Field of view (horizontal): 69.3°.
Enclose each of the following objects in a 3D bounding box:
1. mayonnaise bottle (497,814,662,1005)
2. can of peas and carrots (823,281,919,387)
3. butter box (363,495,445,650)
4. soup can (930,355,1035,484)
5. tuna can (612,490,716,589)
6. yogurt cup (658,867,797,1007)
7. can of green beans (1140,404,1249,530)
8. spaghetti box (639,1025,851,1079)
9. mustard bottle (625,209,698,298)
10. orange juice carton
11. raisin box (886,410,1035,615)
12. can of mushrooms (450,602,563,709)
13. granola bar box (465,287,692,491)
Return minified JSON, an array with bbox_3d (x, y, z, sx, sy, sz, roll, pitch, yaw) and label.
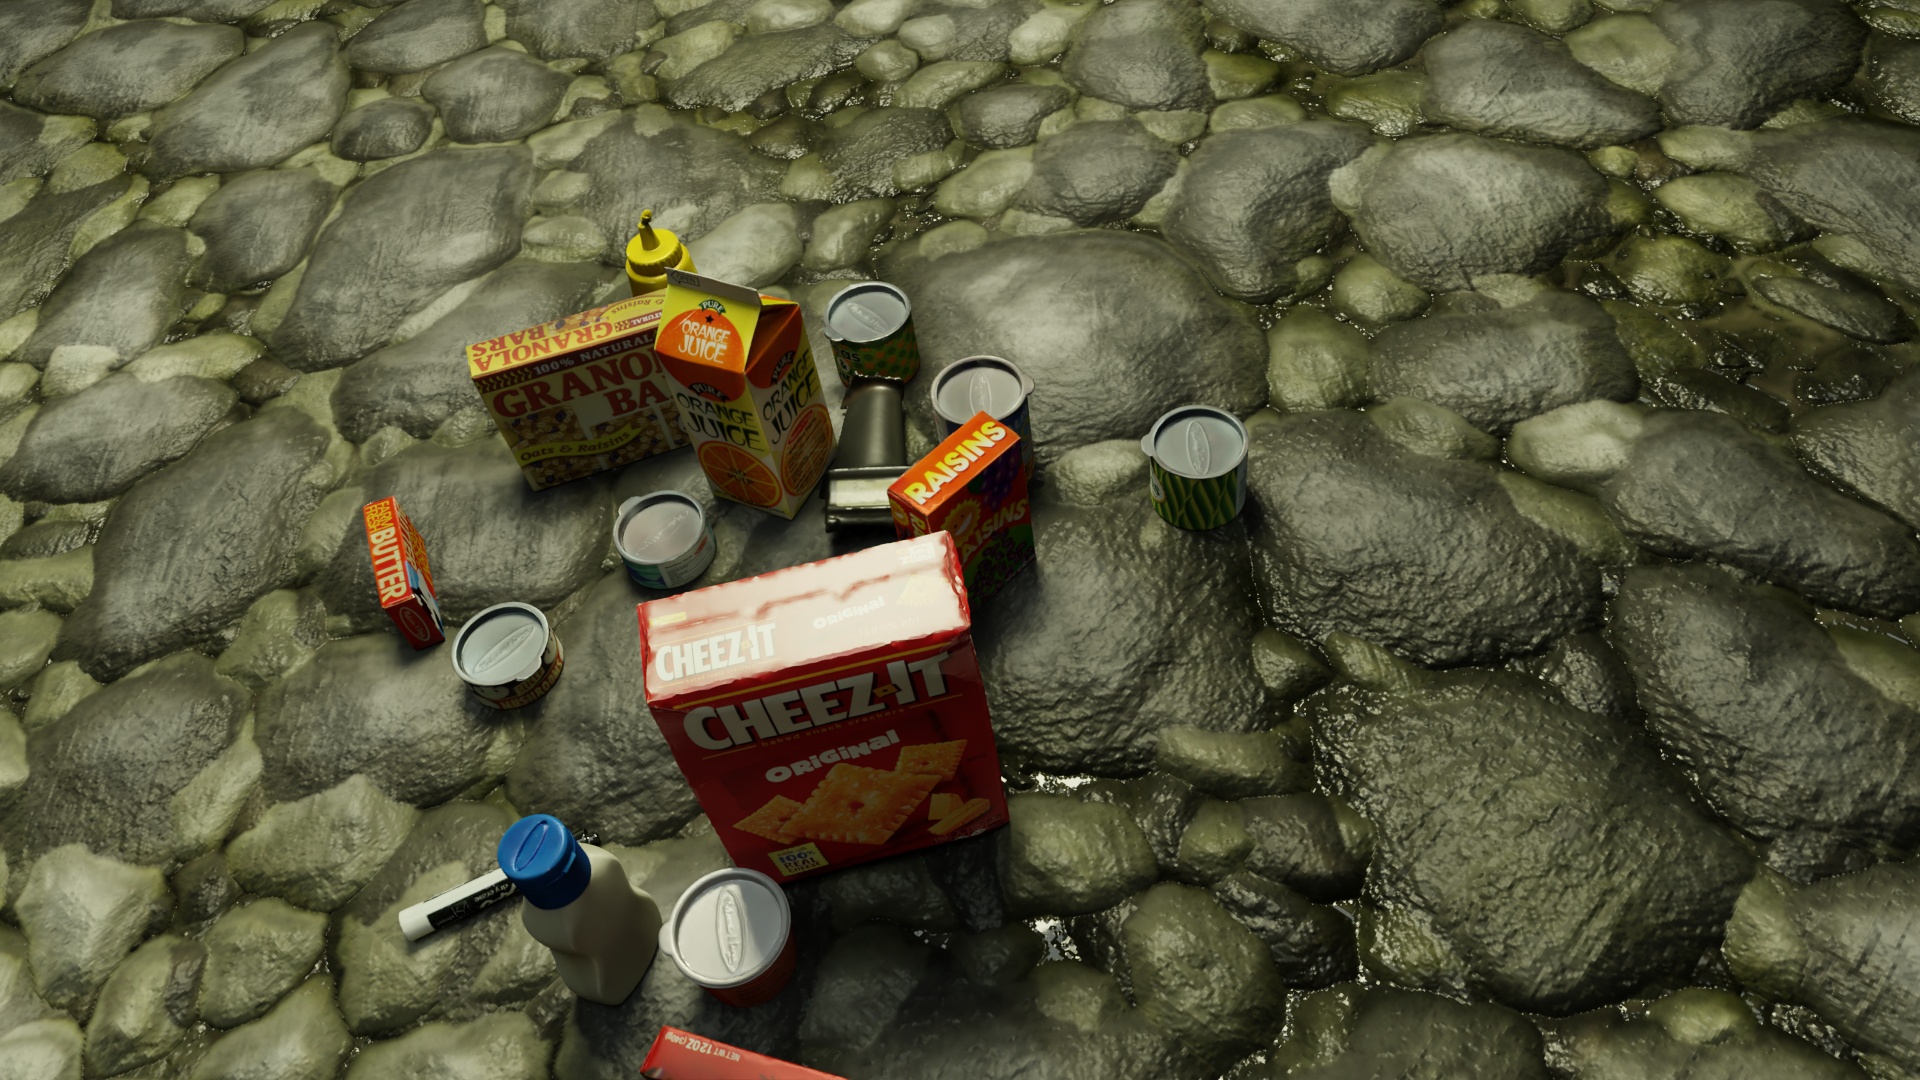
[{"bbox_3d":[-0.205,0.196,0.748,0.041,0.147,0.065,11,55,17],"label":"mayonnaise bottle"},{"bbox_3d":[-0.069,-0.153,1.061,0.071,0.058,0.071,-4,52,5],"label":"can of peas and carrots"},{"bbox_3d":[-0.390,0.022,0.973,0.024,0.053,0.104,-22,52,-9],"label":"butter box"},{"bbox_3d":[0.020,-0.077,0.972,0.071,0.083,0.072,-4,52,5],"label":"soup can"},{"bbox_3d":[-0.209,-0.002,0.978,0.071,0.032,0.071,-4,51,5],"label":"tuna can"},{"bbox_3d":[-0.123,0.224,0.773,0.072,0.053,0.073,-4,52,5],"label":"yogurt cup"},{"bbox_3d":[0.162,-0.049,0.946,0.071,0.057,0.071,-4,52,5],"label":"can of green beans"},{"bbox_3d":[-0.041,0.299,0.704,0.250,0.050,0.029,10,54,16],"label":"spaghetti box"},{"bbox_3d":[-0.219,-0.184,1.043,0.049,0.159,0.065,-38,56,-20],"label":"mustard bottle"},{"bbox_3d":[-0.147,-0.108,0.951,0.072,0.191,0.073,17,57,21],"label":"orange juice carton"},{"bbox_3d":[0.003,-0.011,0.897,0.086,0.122,0.040,-40,57,-22],"label":"raisin box"},{"bbox_3d":[-0.301,0.078,0.928,0.071,0.033,0.071,-4,51,5],"label":"can of mushrooms"},{"bbox_3d":[-0.255,-0.110,1.013,0.166,0.123,0.039,-18,52,-6],"label":"granola bar box"}]
